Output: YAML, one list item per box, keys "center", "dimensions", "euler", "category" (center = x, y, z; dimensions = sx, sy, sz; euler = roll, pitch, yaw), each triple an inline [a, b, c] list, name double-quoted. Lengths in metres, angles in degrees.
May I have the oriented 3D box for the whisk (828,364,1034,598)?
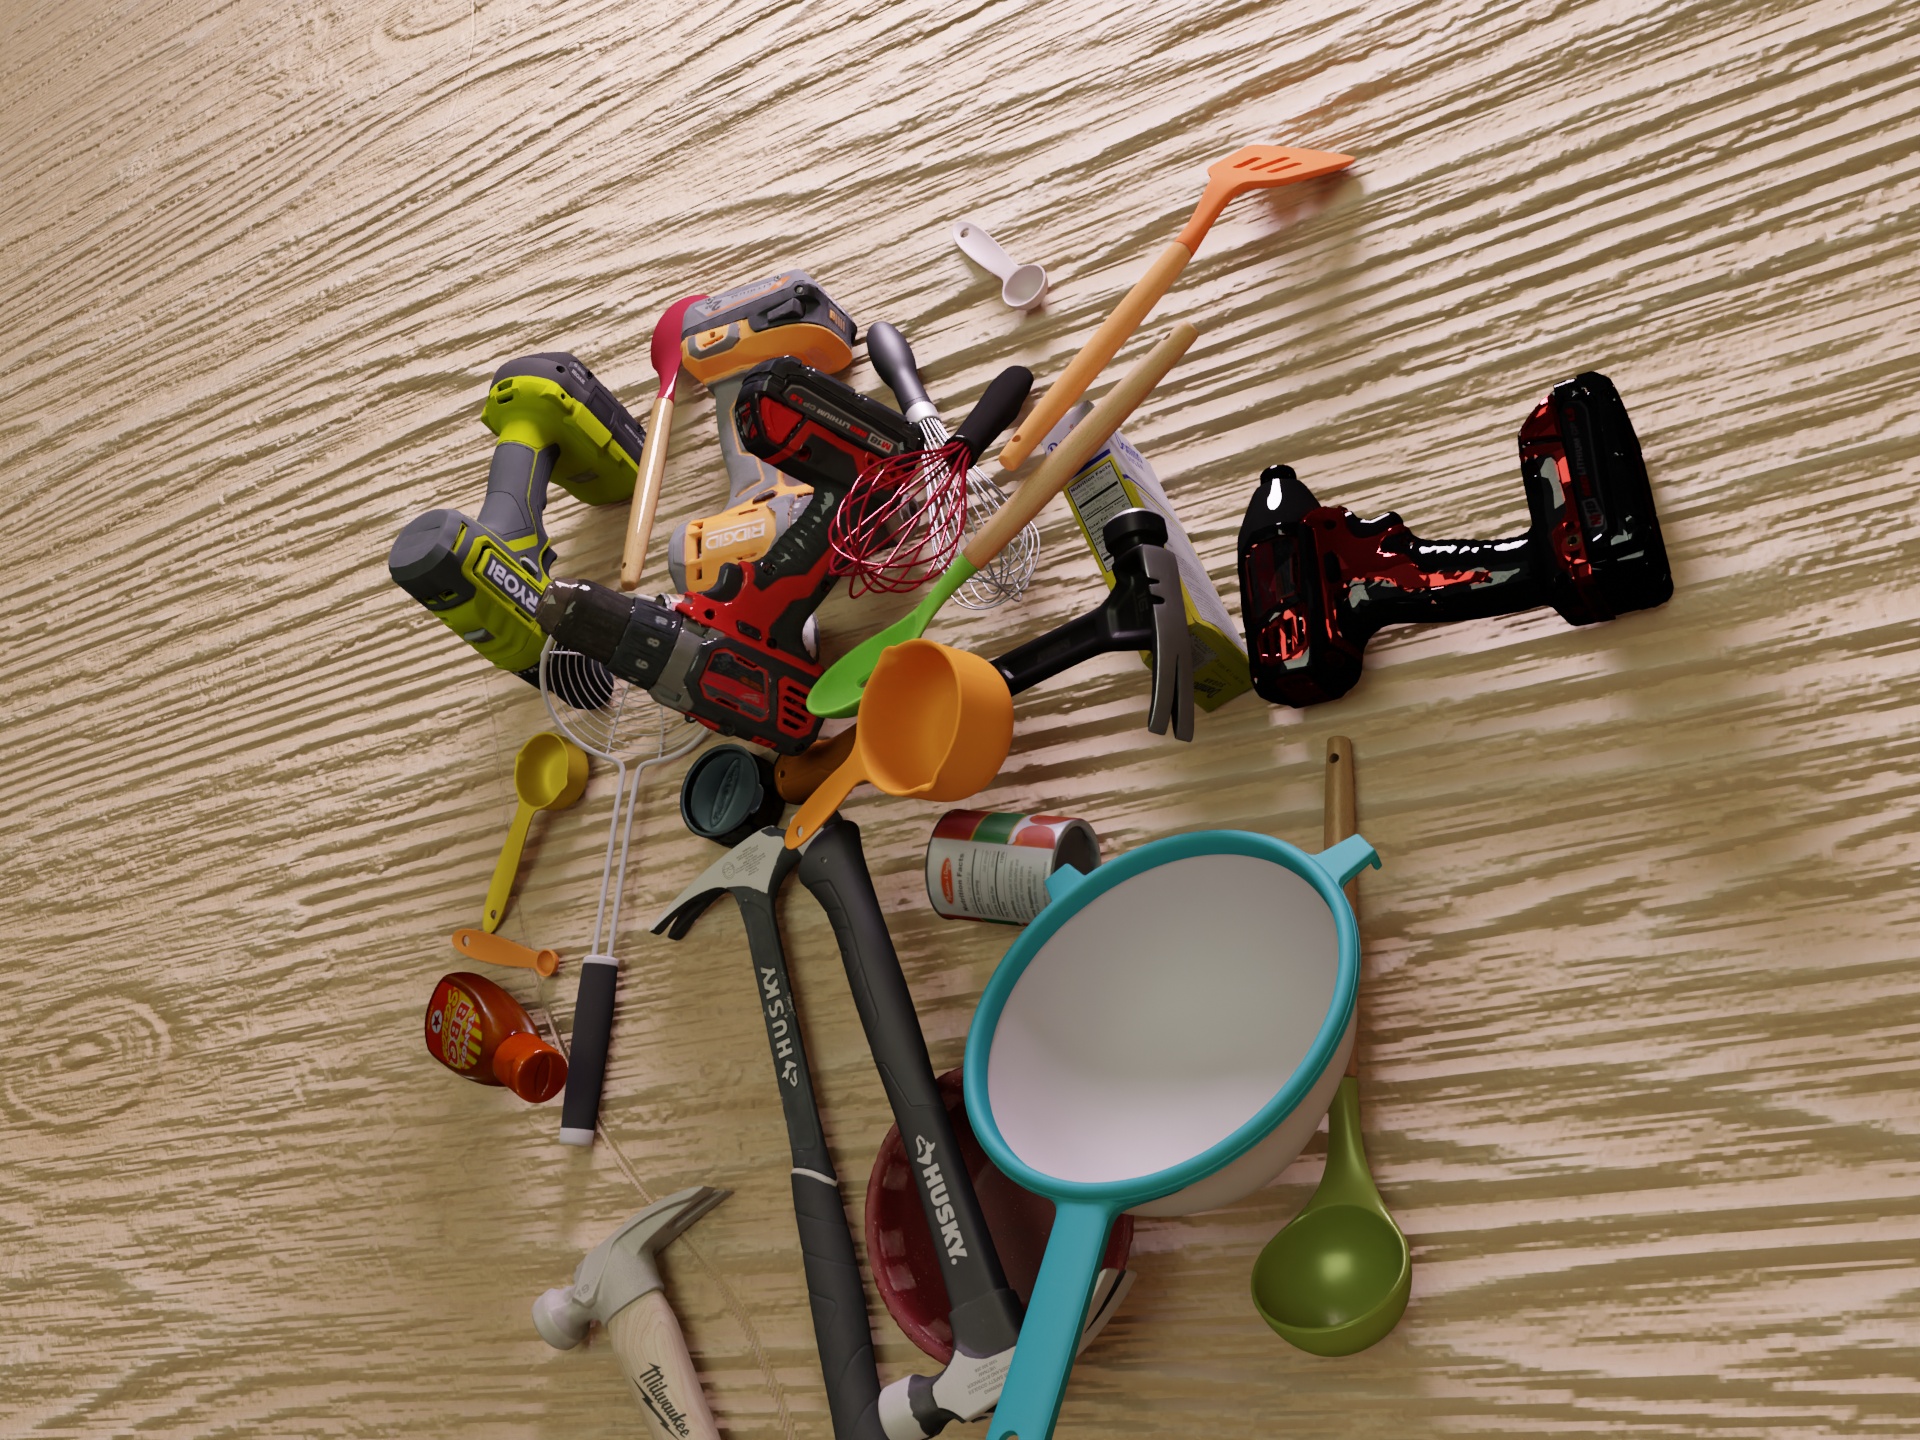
- center: [-0.006, -0.155, 0.968]
  dimensions: [0.073, 0.073, 0.296]
  euler: [-9, 28, 28]
  category: "whisk"

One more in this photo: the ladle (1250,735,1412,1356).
- center: [0.190, 0.154, 0.812]
  dimensions: [0.078, 0.062, 0.320]
  euler: [-11, 63, 35]
  category: "ladle"

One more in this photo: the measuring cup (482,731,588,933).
- center: [-0.314, 0.084, 1.168]
  dimensions: [0.062, 0.029, 0.156]
  euler: [24, 96, 36]
  category: "measuring cup"

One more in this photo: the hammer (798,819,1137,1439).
- center: [-0.022, 0.198, 0.864]
  dimensions: [0.146, 0.035, 0.335]
  euler: [-33, 56, 17]
  category: "hammer"

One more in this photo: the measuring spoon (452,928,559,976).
- center: [-0.328, 0.167, 1.148]
  dimensions: [0.117, 0.011, 0.021]
  euler: [6, 87, 36]
  category: "measuring spoon"

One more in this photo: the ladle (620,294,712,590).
- center: [-0.222, -0.214, 1.171]
  dimensions: [0.069, 0.031, 0.316]
  euler: [-31, 42, 34]
  category: "ladle"

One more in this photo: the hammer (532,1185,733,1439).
- center: [-0.116, 0.464, 0.884]
  dimensions: [0.146, 0.038, 0.411]
  euler: [-40, 56, 10]
  category: "hammer"

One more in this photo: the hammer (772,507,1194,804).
- center: [-0.001, -0.003, 0.941]
  dimensions: [0.337, 0.034, 0.127]
  euler: [-25, 63, 42]
  category: "hammer"

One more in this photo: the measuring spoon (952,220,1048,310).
- center: [0.027, -0.324, 1.130]
  dimensions: [0.034, 0.018, 0.124]
  euler: [-44, 48, 9]
  category: "measuring spoon"

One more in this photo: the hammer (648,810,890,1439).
- center: [-0.097, 0.256, 0.956]
  dimensions: [0.149, 0.036, 0.409]
  euler: [-27, 59, 21]
  category: "hammer"

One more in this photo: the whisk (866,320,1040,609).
- center: [-0.014, -0.182, 1.072]
  dimensions: [0.070, 0.070, 0.285]
  euler: [-35, 52, 15]
  category: "whisk"

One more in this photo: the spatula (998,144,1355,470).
- center: [0.124, -0.262, 0.968]
  dimensions: [0.081, 0.041, 0.323]
  euler: [24, 67, 37]
  category: "spatula"

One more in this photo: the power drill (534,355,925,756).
- center: [-0.139, -0.109, 0.988]
  dimensions: [0.227, 0.187, 0.080]
  euler: [-67, 20, -6]
  category: "power drill"

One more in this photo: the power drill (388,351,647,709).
- center: [-0.302, -0.136, 1.165]
  dimensions: [0.080, 0.190, 0.229]
  euler: [-11, 52, 29]
  category: "power drill"

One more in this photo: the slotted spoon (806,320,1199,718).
- center: [0.024, -0.110, 0.925]
  dimensions: [0.313, 0.031, 0.070]
  euler: [-46, 25, 13]
  category: "slotted spoon"

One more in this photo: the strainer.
- center: [0.091, 0.210, 0.745]
  dimensions: [0.211, 0.095, 0.341]
  euler: [-10, 42, 38]
  category: "strainer"

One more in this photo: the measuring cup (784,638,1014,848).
- center: [-0.036, 0.026, 0.908]
  dimensions: [0.173, 0.052, 0.095]
  euler: [-45, 50, 34]
  category: "measuring cup"

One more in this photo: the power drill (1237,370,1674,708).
- center: [0.255, -0.099, 0.864]
  dimensions: [0.219, 0.078, 0.143]
  euler: [-16, 63, 28]
  category: "power drill"

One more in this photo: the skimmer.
- center: [-0.239, 0.098, 1.071]
  dimensions: [0.127, 0.090, 0.363]
  euler: [5, 73, -2]
  category: "skimmer"

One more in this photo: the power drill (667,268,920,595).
- center: [-0.117, -0.200, 1.127]
  dimensions: [0.185, 0.084, 0.226]
  euler: [-11, 70, 24]
  category: "power drill"
